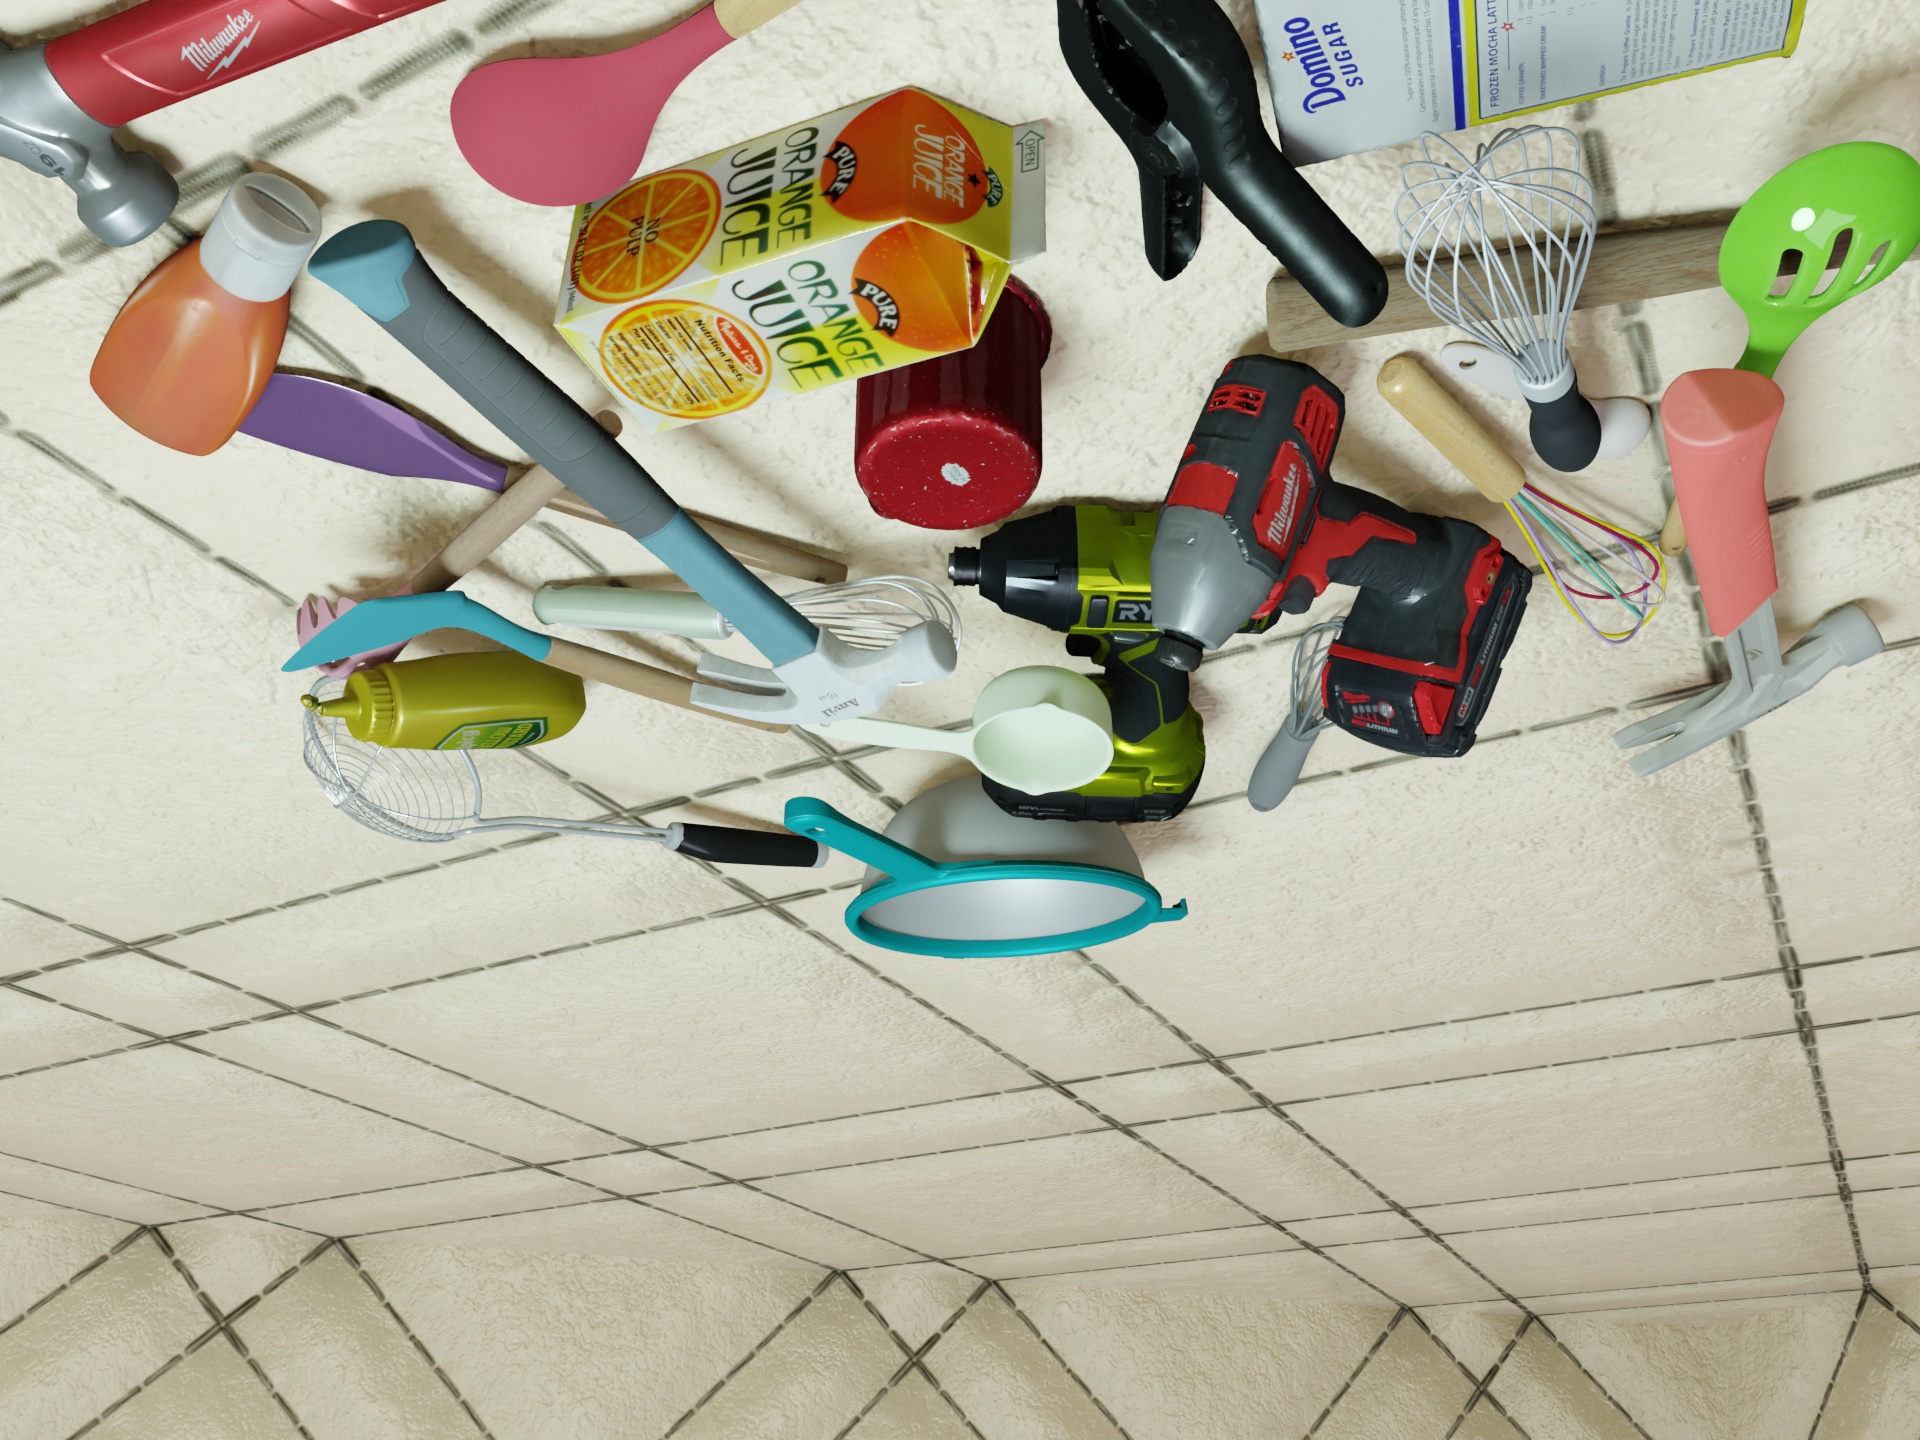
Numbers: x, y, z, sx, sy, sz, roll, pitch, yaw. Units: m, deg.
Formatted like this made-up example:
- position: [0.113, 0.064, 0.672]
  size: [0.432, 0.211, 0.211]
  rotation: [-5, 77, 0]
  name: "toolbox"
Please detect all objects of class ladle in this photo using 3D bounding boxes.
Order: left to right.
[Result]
- position: [-0.060, -0.257, 0.553]
  size: [0.315, 0.031, 0.069]
  rotation: [-20, 145, 27]
  name: "ladle"

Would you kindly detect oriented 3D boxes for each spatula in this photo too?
- position: [-0.204, -0.116, 0.801]
  size: [0.315, 0.018, 0.059]
  rotation: [15, 147, -22]
  name: "spatula"
- position: [-0.213, -0.023, 0.891]
  size: [0.082, 0.044, 0.317]
  rotation: [-29, 149, 33]
  name: "spatula"

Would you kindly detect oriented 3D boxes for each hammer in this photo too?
- position: [-0.188, -0.267, 0.524]
  size: [0.386, 0.038, 0.143]
  rotation: [-11, 146, 18]
  name: "hammer"
- position: [-0.147, -0.100, 0.723]
  size: [0.128, 0.033, 0.330]
  rotation: [-21, 134, 30]
  name: "hammer"
- position: [0.294, -0.191, 0.655]
  size: [0.331, 0.031, 0.129]
  rotation: [-5, 150, 10]
  name: "hammer"
- position: [0.372, -0.065, 0.780]
  size: [0.149, 0.037, 0.358]
  rotation: [-31, 150, 17]
  name: "hammer"

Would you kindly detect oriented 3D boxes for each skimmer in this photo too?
- position: [-0.250, 0.045, 1.067]
  size: [0.363, 0.090, 0.127]
  rotation: [10, 147, -36]
  name: "skimmer"

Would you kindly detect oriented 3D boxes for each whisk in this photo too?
- position: [-0.118, -0.054, 0.855]
  size: [0.246, 0.059, 0.058]
  rotation: [5, -169, 15]
  name: "whisk"
- position: [0.213, 0.005, 0.980]
  size: [0.055, 0.055, 0.238]
  rotation: [2, 154, -3]
  name: "whisk"
- position: [0.284, -0.110, 0.790]
  size: [0.244, 0.051, 0.047]
  rotation: [31, 130, -34]
  name: "whisk"
- position: [0.226, -0.149, 0.627]
  size: [0.070, 0.070, 0.284]
  rotation: [-15, 163, 24]
  name: "whisk"

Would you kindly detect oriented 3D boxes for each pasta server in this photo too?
- position: [-0.264, -0.086, 0.824]
  size: [0.060, 0.040, 0.316]
  rotation: [25, 143, -36]
  name: "pasta server"

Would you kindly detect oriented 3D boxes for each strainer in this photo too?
- position: [-0.006, 0.071, 1.020]
  size: [0.211, 0.095, 0.340]
  rotation: [-14, 154, 27]
  name: "strainer"

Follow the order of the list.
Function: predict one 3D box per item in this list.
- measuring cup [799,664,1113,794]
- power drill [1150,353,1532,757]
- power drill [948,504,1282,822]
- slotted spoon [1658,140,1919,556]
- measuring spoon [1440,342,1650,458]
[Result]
- position: [-0.001, -0.003, 0.847]
  size: [0.167, 0.038, 0.083]
  rotation: [6, 144, 2]
  name: "measuring cup"
- position: [0.175, -0.064, 0.760]
  size: [0.219, 0.143, 0.079]
  rotation: [26, 175, -41]
  name: "power drill"
- position: [0.076, -0.032, 0.890]
  size: [0.171, 0.080, 0.223]
  rotation: [1, 146, -2]
  name: "power drill"
- position: [0.344, -0.140, 0.697]
  size: [0.070, 0.031, 0.313]
  rotation: [-3, 161, 12]
  name: "slotted spoon"
- position: [0.273, -0.148, 0.742]
  size: [0.124, 0.018, 0.034]
  rotation: [16, 146, -23]
  name: "measuring spoon"
